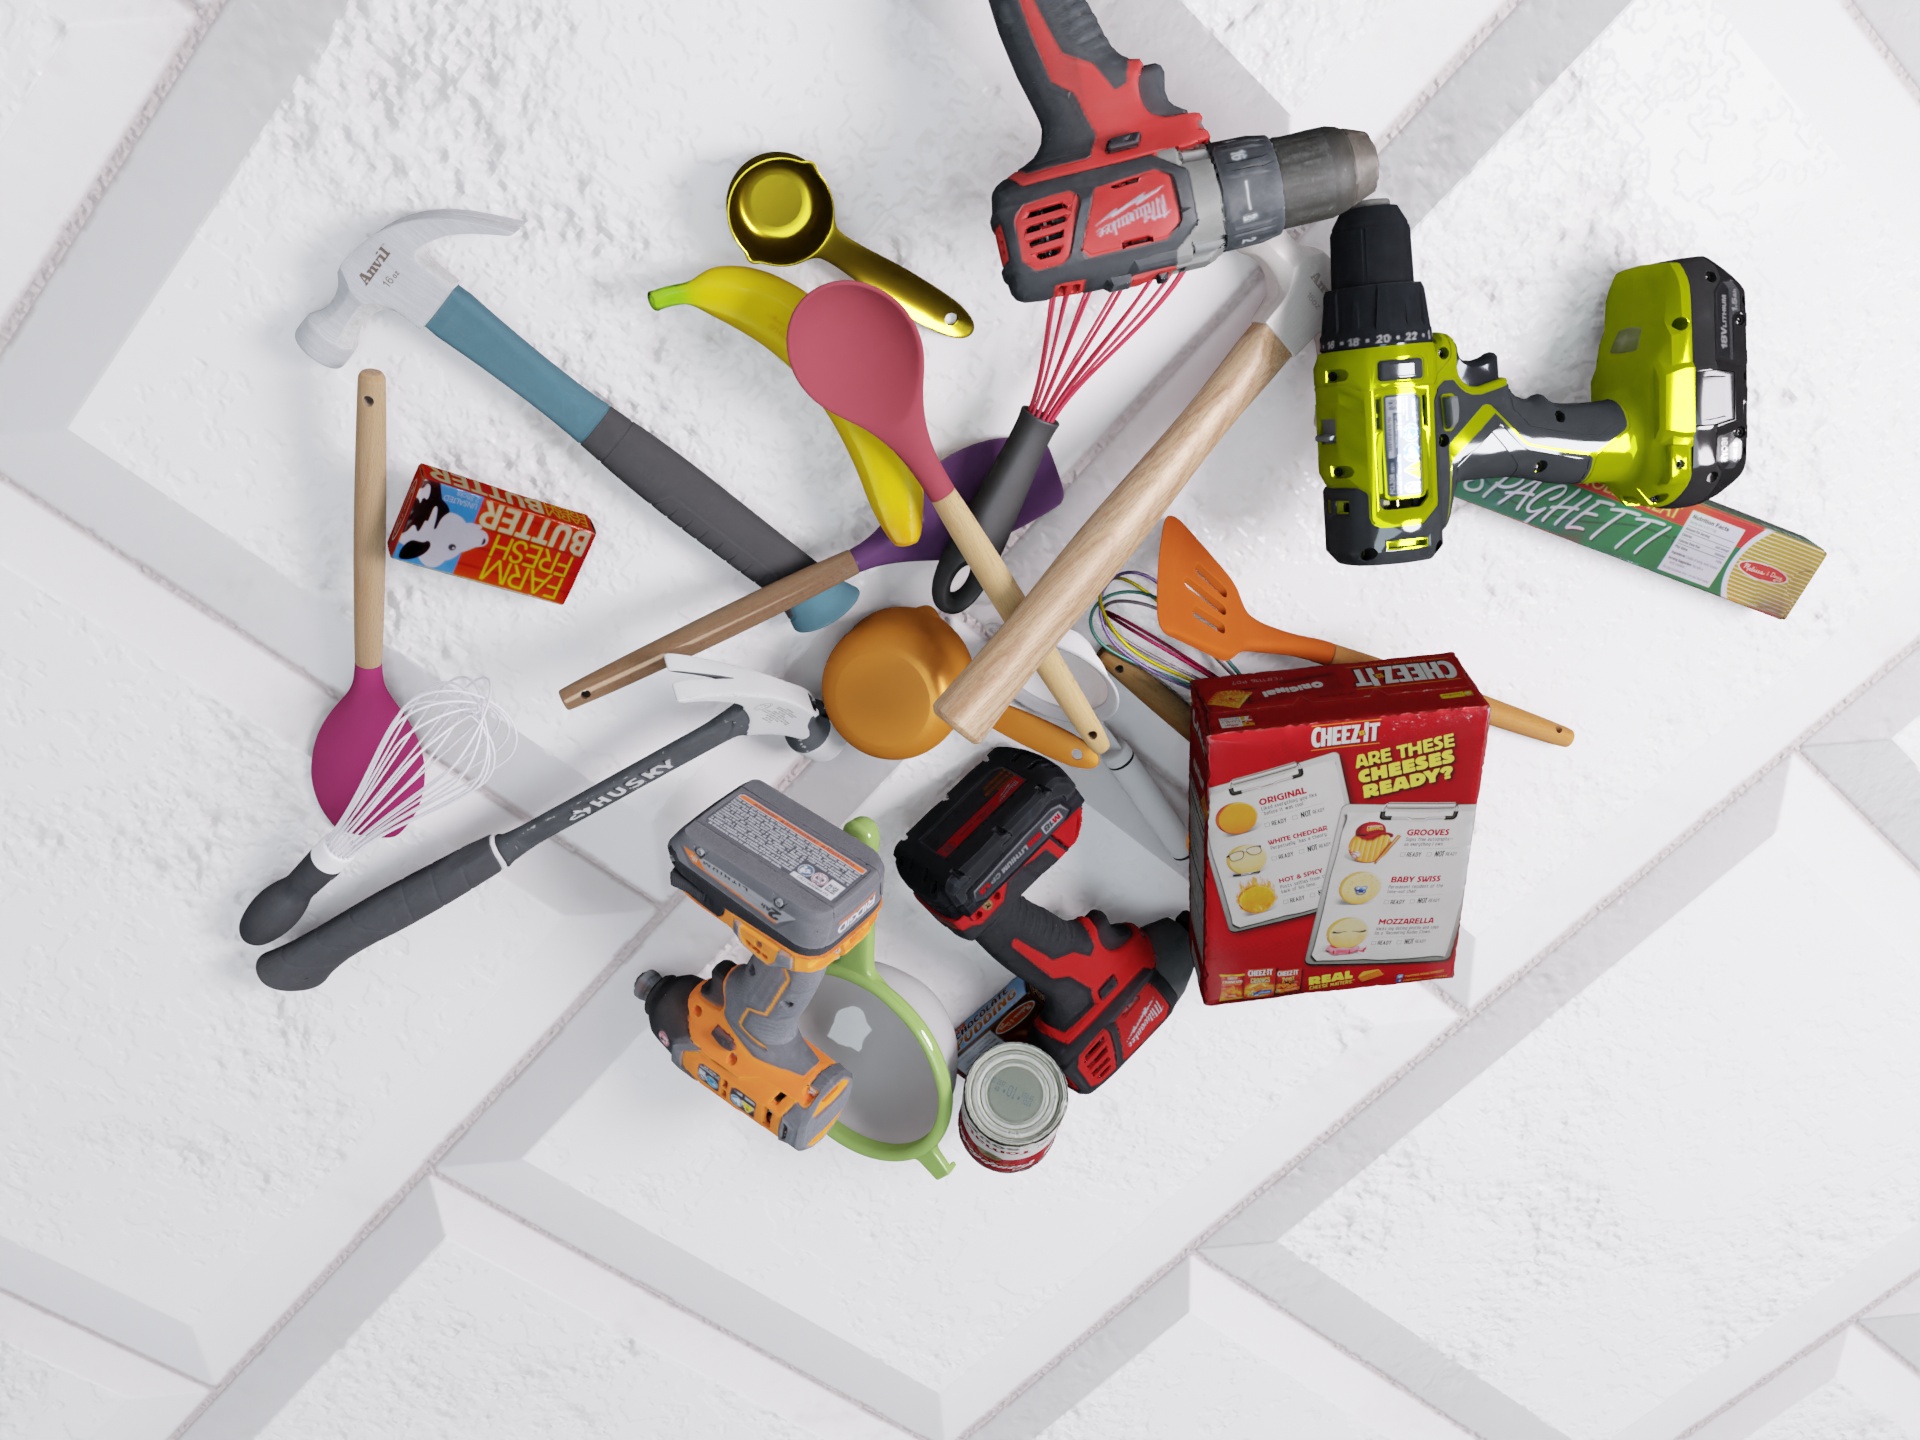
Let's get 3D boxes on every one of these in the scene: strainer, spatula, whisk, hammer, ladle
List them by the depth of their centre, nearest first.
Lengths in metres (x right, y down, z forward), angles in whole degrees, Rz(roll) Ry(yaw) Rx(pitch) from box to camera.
[{"bbox_3d":[0.052,-0.186,0.879,0.073,0.073,0.295,21,113,-14],"label":"whisk"},{"bbox_3d":[0.005,-0.104,0.883,0.069,0.031,0.315,-28,113,13],"label":"ladle"},{"bbox_3d":[0.102,-0.122,0.883,0.130,0.031,0.331,39,89,-26],"label":"hammer"},{"bbox_3d":[-0.196,-0.157,0.897,0.330,0.033,0.128,38,109,-21],"label":"hammer"},{"bbox_3d":[-0.085,-0.083,0.916,0.316,0.018,0.059,-27,116,-7],"label":"spatula"},{"bbox_3d":[-0.365,0.065,0.967,0.070,0.070,0.284,40,120,-21],"label":"whisk"},{"bbox_3d":[-0.273,0.073,0.980,0.409,0.036,0.149,-28,154,15],"label":"hammer"},{"bbox_3d":[0.254,-0.037,0.985,0.322,0.081,0.041,17,151,-17],"label":"spatula"},{"bbox_3d":[0.174,-0.013,0.994,0.244,0.047,0.051,34,109,-23],"label":"whisk"},{"bbox_3d":[0.095,0.015,1.003,0.087,0.050,0.258,-3,135,44],"label":"strainer"},{"bbox_3d":[-0.053,0.167,1.043,0.151,0.069,0.256,18,120,28],"label":"strainer"}]

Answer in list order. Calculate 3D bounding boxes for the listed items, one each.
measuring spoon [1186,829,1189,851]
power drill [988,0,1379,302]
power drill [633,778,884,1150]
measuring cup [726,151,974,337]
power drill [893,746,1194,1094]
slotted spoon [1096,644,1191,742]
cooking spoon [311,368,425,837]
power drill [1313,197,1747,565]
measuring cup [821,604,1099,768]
[{"bbox_3d":[0.169,0.042,1.003,0.021,0.011,0.116,11,123,-15],"label":"measuring spoon"},{"bbox_3d":[0.091,-0.328,0.765,0.188,0.080,0.226,-13,97,2],"label":"power drill"},{"bbox_3d":[-0.136,0.151,0.997,0.164,0.084,0.226,29,131,20],"label":"power drill"},{"bbox_3d":[-0.058,-0.254,0.868,0.156,0.029,0.062,26,113,-29],"label":"measuring cup"},{"bbox_3d":[0.069,0.128,1.027,0.143,0.079,0.219,-43,120,-12],"label":"power drill"},{"bbox_3d":[0.203,0.049,1.036,0.313,0.031,0.070,38,109,-19],"label":"slotted spoon"},{"bbox_3d":[-0.347,-0.055,0.930,0.068,0.017,0.318,9,123,-9],"label":"cooking spoon"},{"bbox_3d":[0.303,-0.191,0.870,0.228,0.080,0.190,-7,100,-9],"label":"power drill"},{"bbox_3d":[-0.002,-0.003,0.946,0.173,0.052,0.095,24,113,9],"label":"measuring cup"}]
